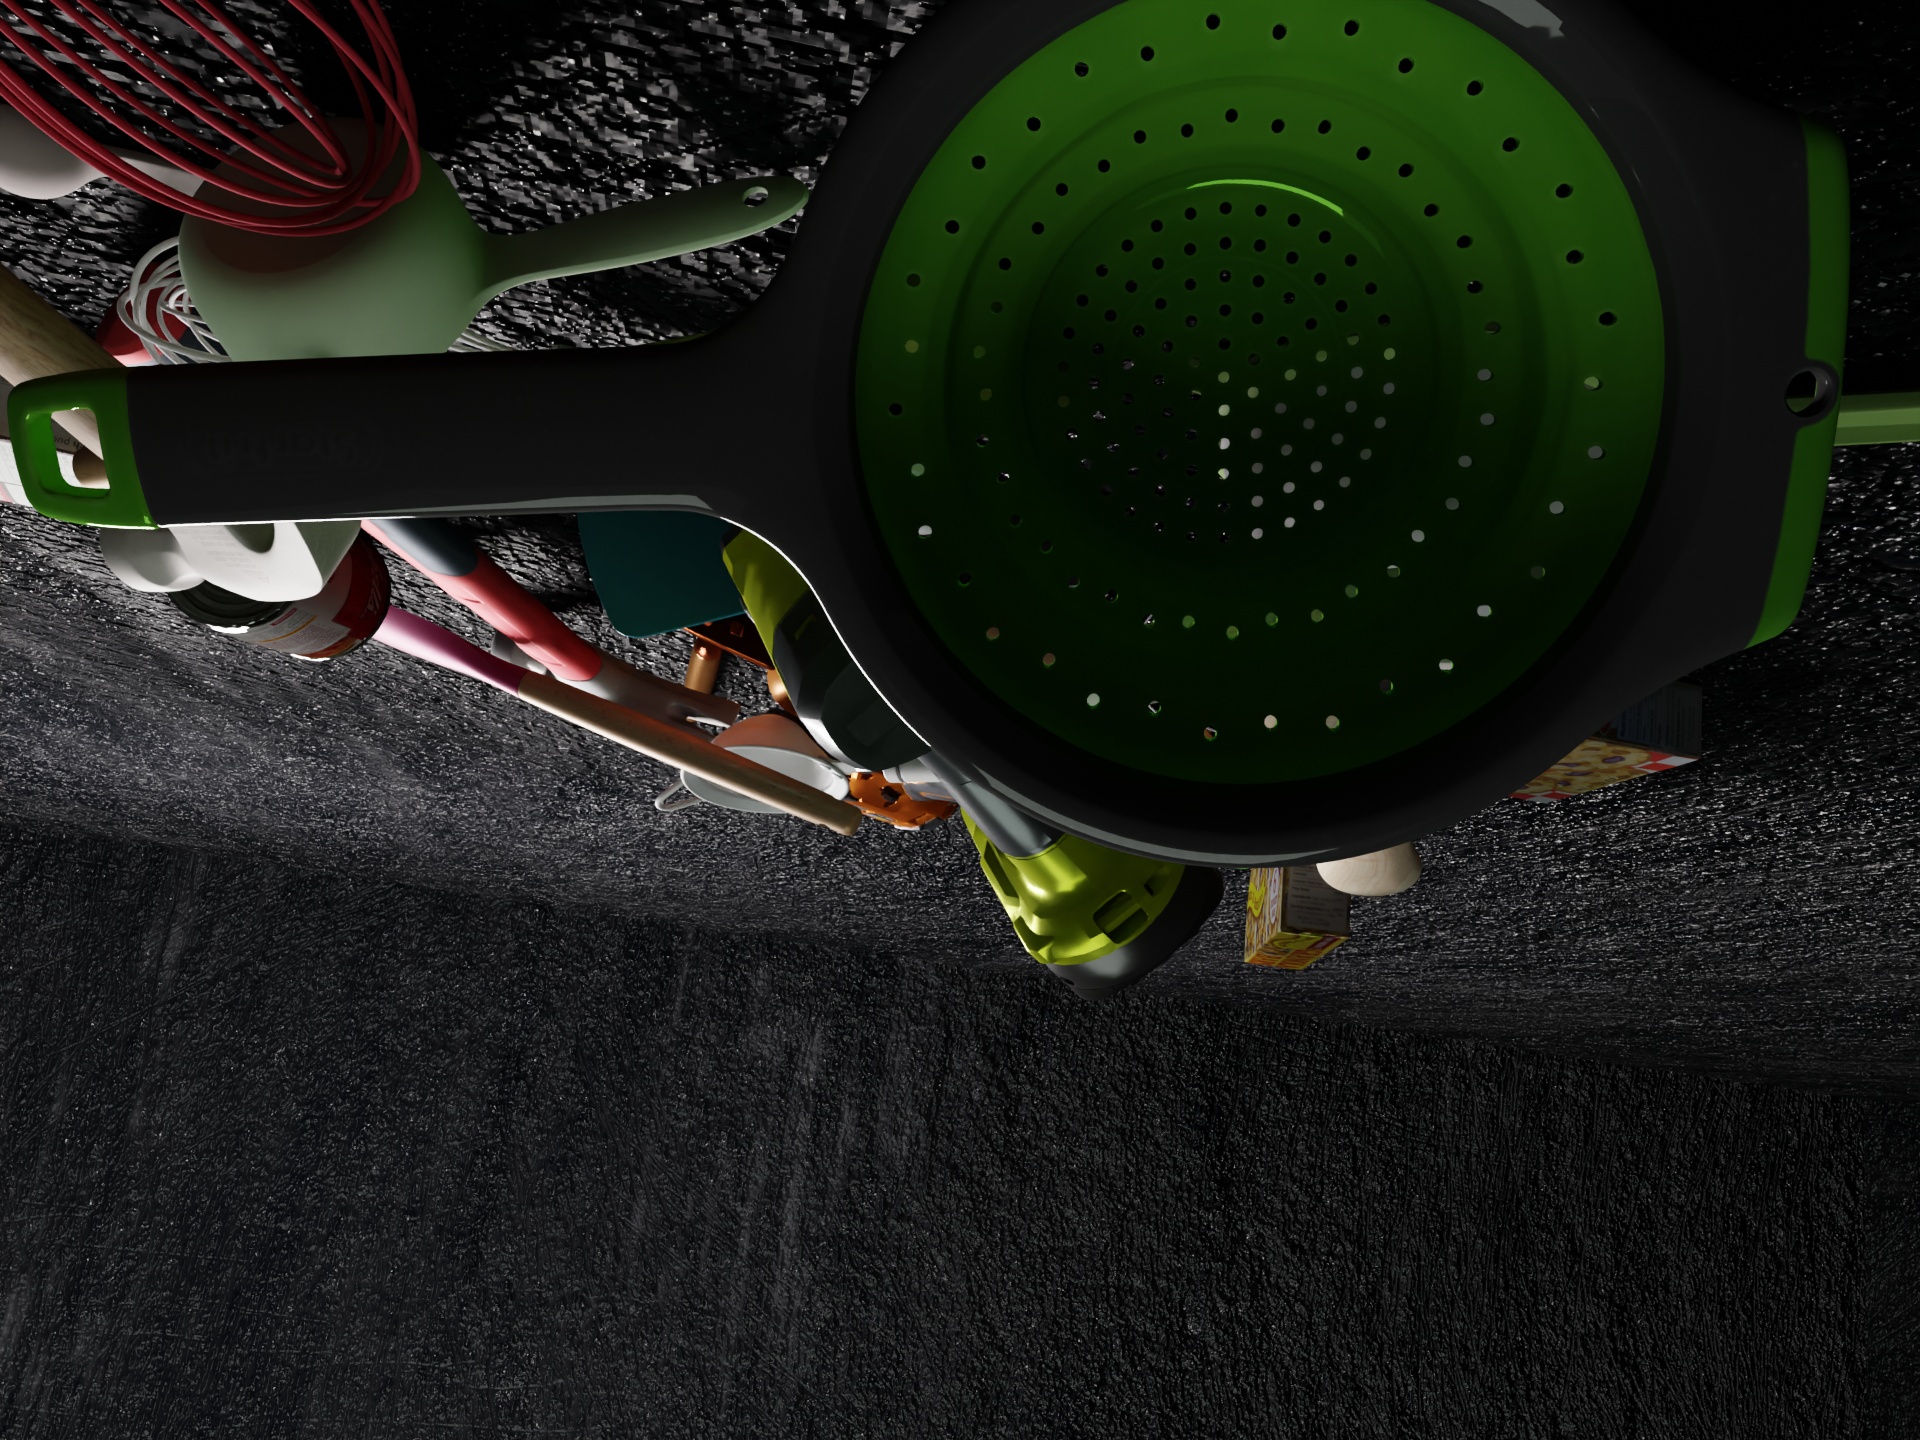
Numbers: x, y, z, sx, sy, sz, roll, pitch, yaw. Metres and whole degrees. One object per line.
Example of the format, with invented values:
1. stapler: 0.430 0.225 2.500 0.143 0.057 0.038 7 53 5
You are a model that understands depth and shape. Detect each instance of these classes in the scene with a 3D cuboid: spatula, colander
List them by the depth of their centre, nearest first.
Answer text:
1. colander: -0.016 -0.075 0.379 0.397 0.204 0.094 -1 -164 6
2. spatula: -0.023 -0.045 0.731 0.317 0.082 0.044 15 128 -42
3. spatula: -0.145 -0.028 0.879 0.081 0.041 0.322 26 165 -6

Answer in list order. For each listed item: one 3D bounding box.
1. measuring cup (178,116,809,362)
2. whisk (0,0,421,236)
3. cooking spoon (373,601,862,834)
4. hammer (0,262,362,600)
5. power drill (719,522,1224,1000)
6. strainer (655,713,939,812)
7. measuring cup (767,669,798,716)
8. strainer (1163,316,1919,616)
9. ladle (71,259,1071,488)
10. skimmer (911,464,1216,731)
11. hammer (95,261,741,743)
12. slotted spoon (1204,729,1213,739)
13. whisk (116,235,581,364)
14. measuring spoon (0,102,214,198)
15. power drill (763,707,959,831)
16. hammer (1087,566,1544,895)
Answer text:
1. measuring cup: -0.125 -0.134 0.421 0.167 0.083 0.038 -10 152 5
2. whisk: -0.217 -0.183 0.275 0.073 0.073 0.295 -3 156 36
3. cooking spoon: -0.192 -0.008 0.781 0.319 0.017 0.068 21 167 14
4. hammer: -0.267 -0.133 0.358 0.130 0.031 0.331 3 149 33
5. power drill: -0.001 -0.002 0.618 0.223 0.080 0.171 46 -173 -37
6. strainer: -0.037 0.020 0.789 0.258 0.050 0.086 -2 156 24
7. measuring cup: -0.066 -0.017 0.852 0.095 0.052 0.173 11 164 -13
8. strainer: 0.196 -0.064 0.487 0.256 0.069 0.151 1 165 30
9. ladle: -0.124 -0.088 0.477 0.320 0.062 0.078 -7 170 11
10. skimmer: 0.063 -0.021 0.590 0.127 0.090 0.363 3 177 25
11. hammer: -0.219 -0.072 0.693 0.143 0.038 0.386 22 168 17
12. slotted spoon: 0.171 0.049 1.046 0.070 0.031 0.313 4 164 16
13. whisk: -0.145 -0.115 0.530 0.246 0.059 0.057 8 124 -18
14. measuring spoon: -0.227 -0.152 0.471 0.124 0.018 0.034 11 165 -17
15. power drill: -0.002 0.026 0.941 0.226 0.084 0.164 2 166 38
16. hammer: 0.164 0.024 0.635 0.146 0.038 0.410 -6 164 18
